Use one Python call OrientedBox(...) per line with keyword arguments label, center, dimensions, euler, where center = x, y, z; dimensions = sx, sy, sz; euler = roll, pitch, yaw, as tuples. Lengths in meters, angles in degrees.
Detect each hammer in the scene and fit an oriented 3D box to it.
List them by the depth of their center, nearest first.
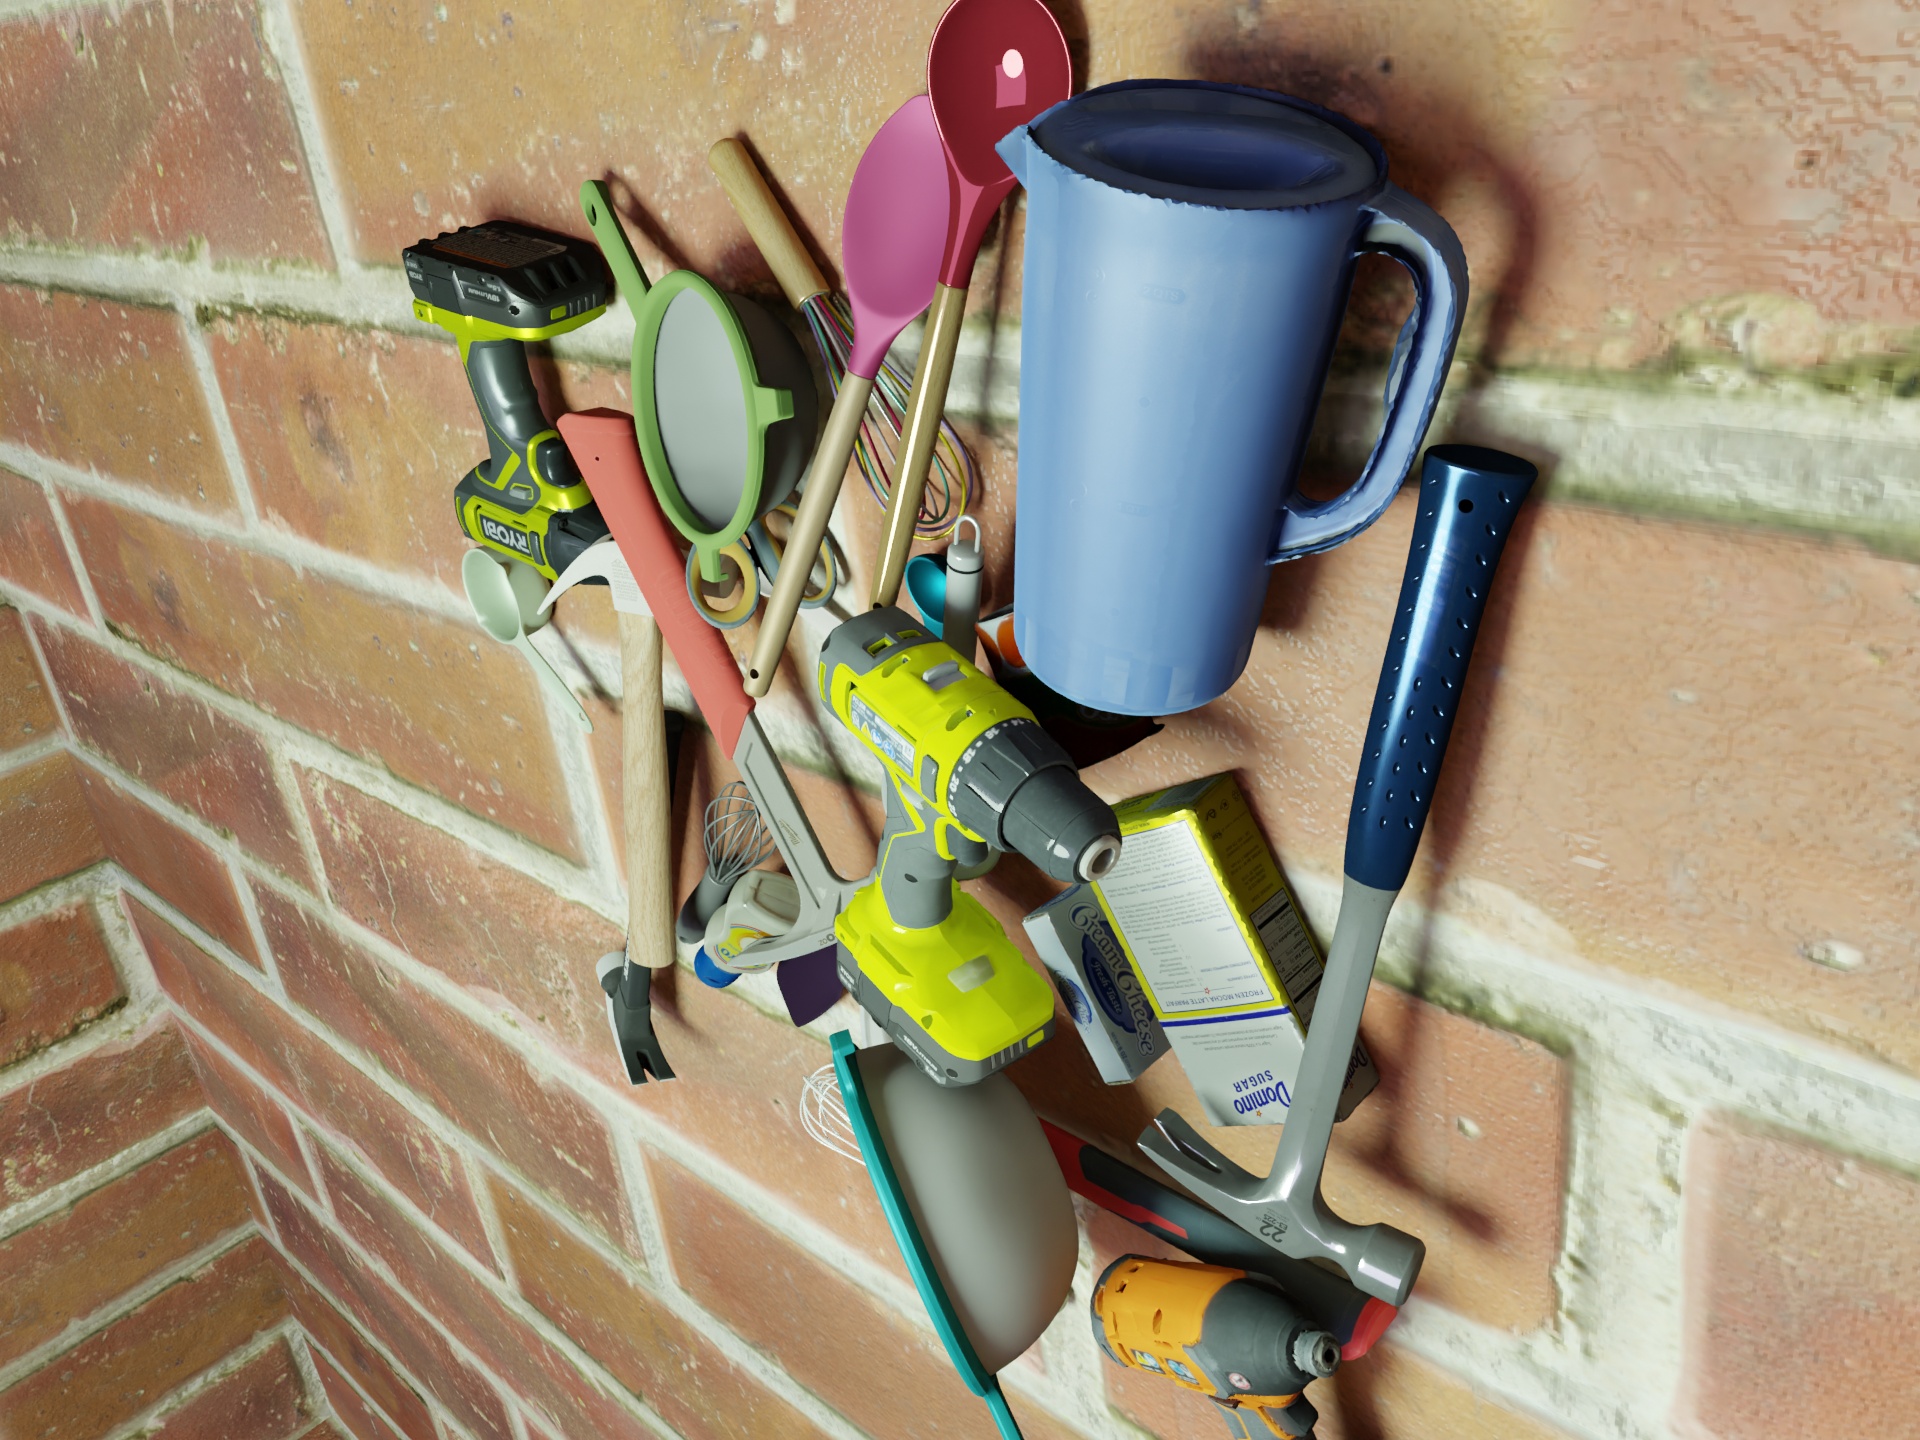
OrientedBox(label="hammer", center=(0.174, 0.077, 0.702), dimensions=(0.144, 0.035, 0.405), euler=(21, 120, 26))
OrientedBox(label="hammer", center=(0.083, 0.264, 0.961), dimensions=(0.387, 0.038, 0.143), euler=(17, 123, 41))
OrientedBox(label="hammer", center=(-0.158, -0.023, 0.981), dimensions=(0.149, 0.037, 0.359), euler=(-24, 96, 29))
OrientedBox(label="hammer", center=(-0.217, 0.028, 1.083), dimensions=(0.130, 0.031, 0.331), euler=(11, 119, 12))
OrientedBox(label="hammer", center=(-0.238, 0.130, 1.207), dimensions=(0.146, 0.035, 0.334), euler=(-121, 35, -45))

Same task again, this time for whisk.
OrientedBox(label="whisk", center=(-0.070, -0.201, 0.839), dimensions=(0.245, 0.051, 0.047), euler=(60, 147, 6))
OrientedBox(label="whisk", center=(-0.022, 0.327, 1.115), dimensions=(0.246, 0.058, 0.059), euler=(37, 170, 23))
OrientedBox(label="whisk", center=(-0.174, 0.109, 1.143), dimensions=(0.055, 0.055, 0.238), euler=(51, 145, 12))

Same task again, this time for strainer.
OrientedBox(label="strainer", center=(-0.001, -0.003, 0.870), dimensions=(0.087, 0.050, 0.258), euler=(28, 135, 25))
OrientedBox(label="strainer", center=(0.036, 0.319, 0.890), dimensions=(0.210, 0.095, 0.341), euler=(77, 167, -70))
OrientedBox(label="strainer", center=(-0.145, -0.217, 0.905), dimensions=(0.257, 0.069, 0.151), euler=(62, 145, 24))

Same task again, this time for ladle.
OrientedBox(label="ladle", center=(-0.008, -0.181, 0.752), dimensions=(0.069, 0.031, 0.315), euler=(22, 120, 13))

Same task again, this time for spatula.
OrientedBox(label="spatula", center=(-0.059, 0.137, 1.054), dimensions=(0.316, 0.018, 0.060), euler=(-42, 67, 51))

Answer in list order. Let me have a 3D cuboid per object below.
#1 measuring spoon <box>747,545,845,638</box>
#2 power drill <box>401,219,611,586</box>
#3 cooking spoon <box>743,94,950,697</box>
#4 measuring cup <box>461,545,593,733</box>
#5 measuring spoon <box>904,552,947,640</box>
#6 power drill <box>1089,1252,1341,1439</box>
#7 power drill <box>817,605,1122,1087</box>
OrientedBox(label="measuring spoon", center=(-0.082, -0.066, 0.960), dimensions=(0.124, 0.018, 0.034), euler=(39, 137, 15))
OrientedBox(label="power drill", center=(-0.277, -0.199, 1.043), dimensions=(0.171, 0.080, 0.223), euler=(23, 132, 32))
OrientedBox(label="cooking spoon", center=(-0.058, -0.151, 0.801), dimensions=(0.069, 0.017, 0.318), euler=(28, 114, 13))
OrientedBox(label="measuring cup", center=(-0.313, -0.064, 1.196), dimensions=(0.167, 0.038, 0.083), euler=(53, 141, 7))
OrientedBox(label="measuring spoon", center=(-0.006, -0.042, 0.892), dimensions=(0.042, 0.021, 0.128), euler=(30, 142, 33))
OrientedBox(label="power drill", center=(0.184, 0.385, 0.848), dimensions=(0.226, 0.084, 0.164), euler=(54, 149, -10))
OrientedBox(label="power drill", center=(0.002, 0.076, 0.809), dimensions=(0.191, 0.080, 0.228), euler=(40, 142, 37))
